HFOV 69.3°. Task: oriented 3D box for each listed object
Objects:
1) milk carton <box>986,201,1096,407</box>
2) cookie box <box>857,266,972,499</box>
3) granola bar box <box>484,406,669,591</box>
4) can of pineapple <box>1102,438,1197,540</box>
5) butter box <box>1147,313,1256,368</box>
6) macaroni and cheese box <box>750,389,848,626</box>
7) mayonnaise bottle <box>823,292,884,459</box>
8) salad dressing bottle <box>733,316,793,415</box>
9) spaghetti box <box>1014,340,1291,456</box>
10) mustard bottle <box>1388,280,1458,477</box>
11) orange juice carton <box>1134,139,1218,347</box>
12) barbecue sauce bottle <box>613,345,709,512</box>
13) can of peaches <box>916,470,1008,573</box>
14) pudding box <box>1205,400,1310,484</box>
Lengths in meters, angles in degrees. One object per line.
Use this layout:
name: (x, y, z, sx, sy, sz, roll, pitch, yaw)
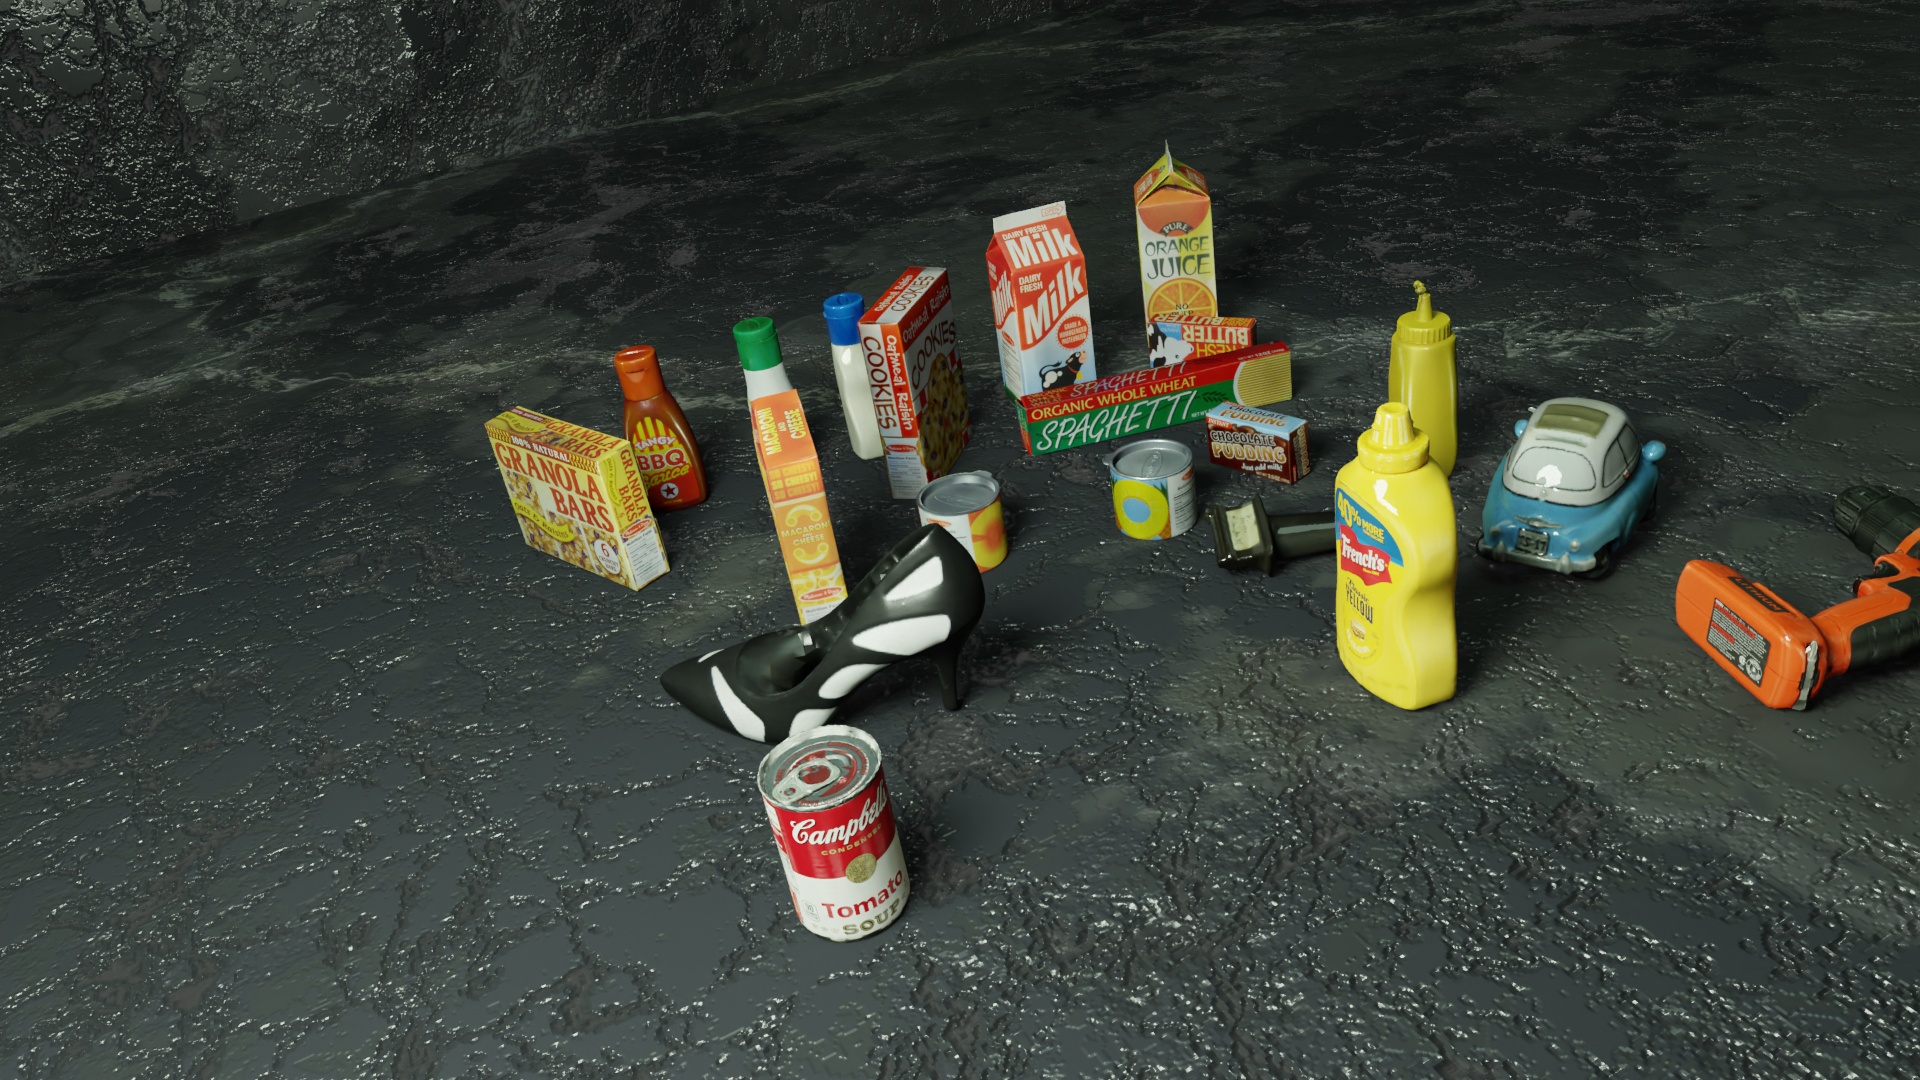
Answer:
milk carton: (0.074, -0.215, 1.286, 0.072, 0.189, 0.074, -17, 31, -12)
cookie box: (-0.037, -0.139, 1.213, 0.040, 0.166, 0.123, 2, 32, 20)
granola bar box: (-0.322, -0.038, 1.168, 0.165, 0.123, 0.039, 17, 40, 38)
can of pineapple: (0.151, -0.041, 1.100, 0.071, 0.057, 0.071, -7, 30, 4)
butter box: (0.232, -0.187, 1.329, 0.103, 0.053, 0.024, 7, 34, 27)
macaroni and cheese box: (-0.115, -0.010, 1.017, 0.040, 0.165, 0.124, -14, 30, -7)
mayonnaise bottle: (-0.093, -0.151, 1.270, 0.041, 0.147, 0.065, -14, 30, -6)
salad dressing bottle: (-0.171, -0.127, 1.253, 0.044, 0.147, 0.064, -18, 31, -13)
spaghetti box: (0.175, -0.128, 1.248, 0.250, 0.050, 0.029, -13, 30, -5)
mustard bottle: (0.361, -0.126, 1.081, 0.049, 0.159, 0.065, -7, 30, 5)
orange juice carton: (0.213, -0.295, 1.379, 0.073, 0.191, 0.072, -5, 30, 9)
barbecue sauce bottle: (-0.270, -0.099, 1.232, 0.065, 0.147, 0.044, -10, 30, 0)
can of peaches: (0.004, -0.014, 1.097, 0.071, 0.057, 0.071, -7, 30, 4)
pudding box: (0.246, -0.082, 1.149, 0.030, 0.049, 0.084, -32, 37, -34)
